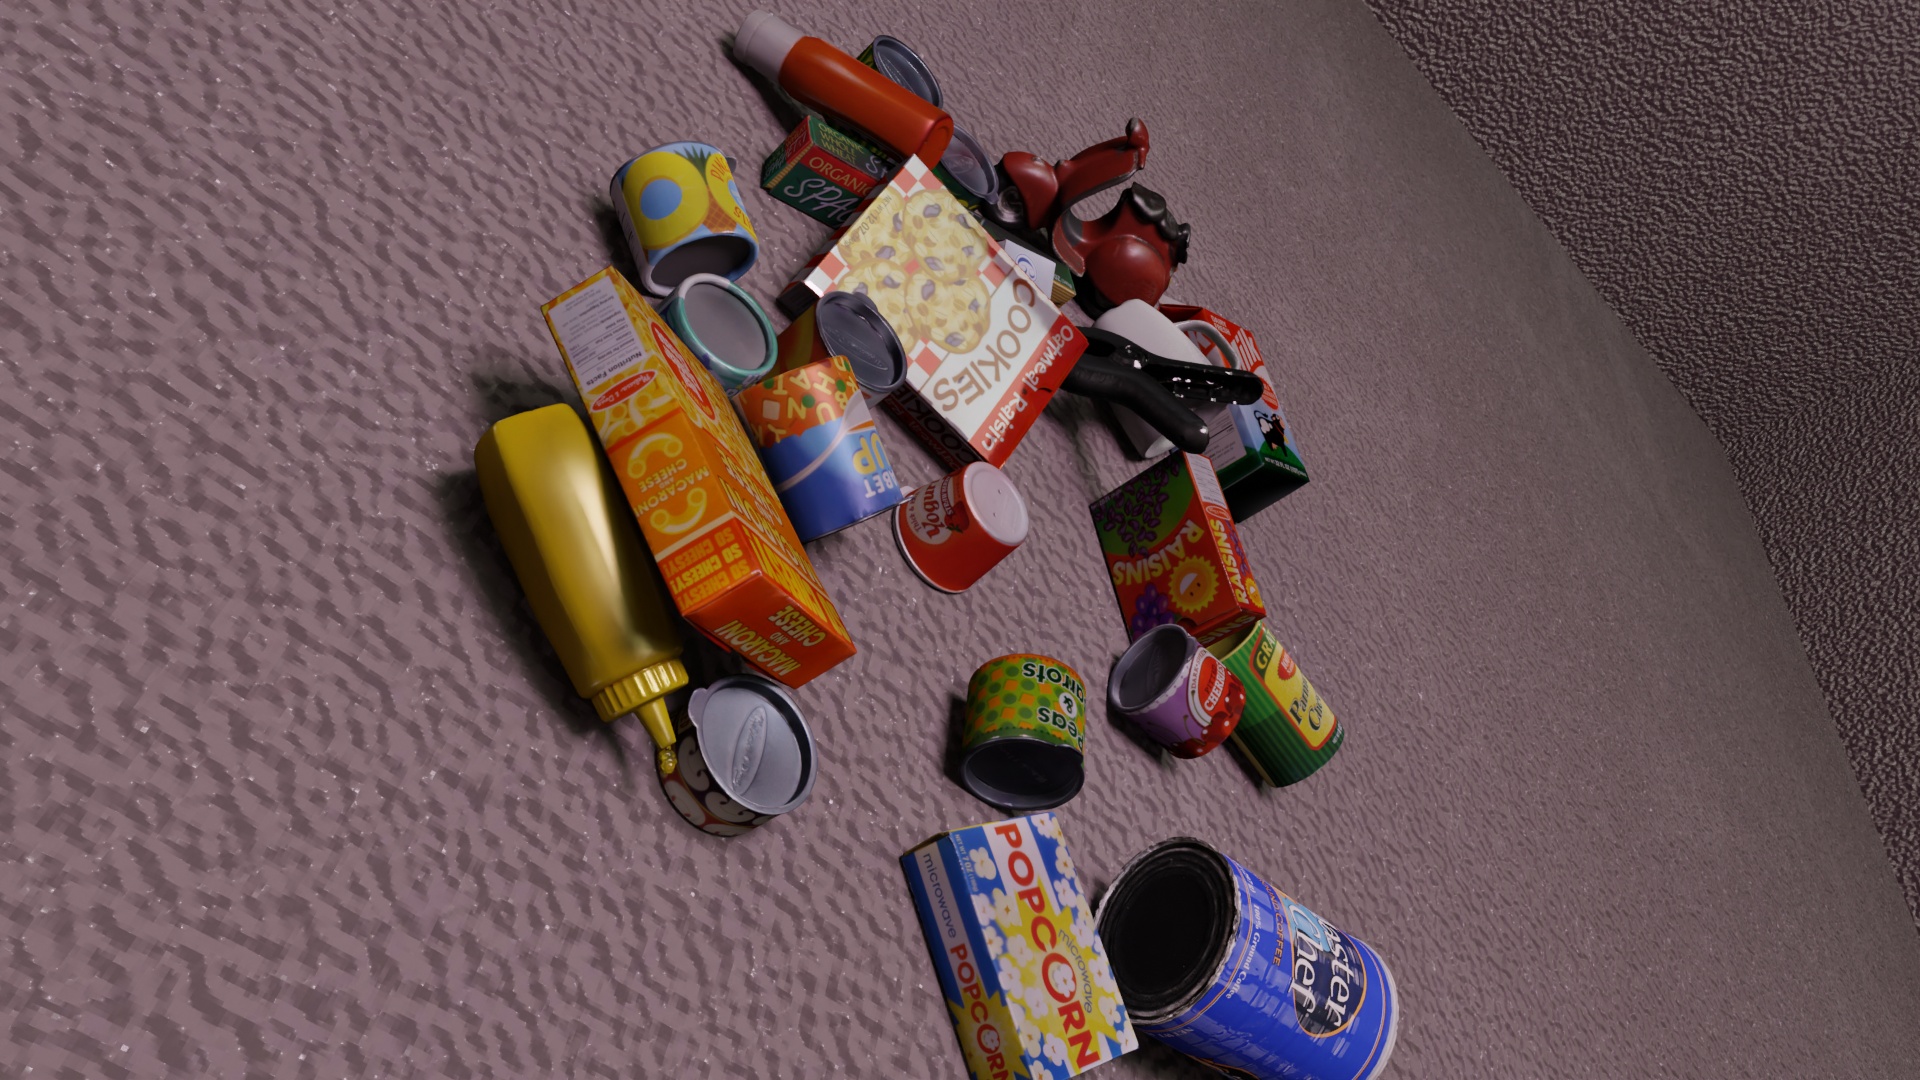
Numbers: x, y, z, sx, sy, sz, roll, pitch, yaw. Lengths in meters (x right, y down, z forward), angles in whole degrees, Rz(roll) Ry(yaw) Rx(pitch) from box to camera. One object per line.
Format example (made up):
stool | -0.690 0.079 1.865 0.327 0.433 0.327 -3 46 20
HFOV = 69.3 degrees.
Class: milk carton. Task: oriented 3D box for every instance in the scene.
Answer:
milk carton | 0.206 -0.118 1.128 0.072 0.073 0.191 13 53 -45

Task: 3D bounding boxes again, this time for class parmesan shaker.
parmesan shaker | 0.208 0.108 0.954 0.103 0.071 0.072 51 35 -8

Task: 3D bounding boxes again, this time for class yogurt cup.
yogurt cup | 0.003 -0.010 0.810 0.072 0.053 0.073 31 42 -33

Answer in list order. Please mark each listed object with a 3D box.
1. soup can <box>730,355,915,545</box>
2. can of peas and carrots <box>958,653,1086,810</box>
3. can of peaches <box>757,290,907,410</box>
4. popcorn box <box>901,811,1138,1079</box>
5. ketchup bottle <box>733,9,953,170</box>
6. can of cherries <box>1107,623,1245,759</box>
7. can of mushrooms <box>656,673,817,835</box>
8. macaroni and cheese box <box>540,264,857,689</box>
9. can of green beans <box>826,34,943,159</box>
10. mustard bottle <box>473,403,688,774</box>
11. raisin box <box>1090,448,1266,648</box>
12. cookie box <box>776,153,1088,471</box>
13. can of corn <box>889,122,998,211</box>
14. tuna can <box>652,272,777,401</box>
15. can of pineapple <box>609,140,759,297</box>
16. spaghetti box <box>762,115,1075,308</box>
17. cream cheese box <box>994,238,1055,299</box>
soup can | -0.071 -0.047 0.720 0.071 0.071 0.083 -27 97 -56
can of peas and carrots | 0.036 0.101 0.745 0.071 0.070 0.059 36 39 -27
can of peaches | -0.073 -0.100 0.786 0.071 0.058 0.071 31 42 -32
popcorn box | 0.029 0.202 0.684 0.085 0.038 0.127 4 60 -50
ketchup bottle | -0.078 -0.295 0.909 0.149 0.043 0.065 33 14 6
can of cherries | 0.138 0.095 0.875 0.058 0.071 0.072 41 37 -23
can of mushrooms | -0.101 0.094 0.617 0.071 0.033 0.071 31 43 -33
macaroni and cheese box | -0.115 -0.024 0.619 0.167 0.040 0.123 61 3 24
can of green beans | -0.056 -0.310 0.977 0.071 0.057 0.071 31 42 -33
mustard bottle | -0.153 0.024 0.585 0.049 0.065 0.160 -23 86 -30
raisin box | 0.145 0.012 0.938 0.040 0.086 0.124 15 52 -46
cookie box | -0.012 -0.136 0.865 0.167 0.040 0.123 44 62 -18
can of corn | -0.015 -0.250 0.978 0.071 0.058 0.071 31 41 -32
tuna can | -0.131 -0.105 0.741 0.071 0.032 0.071 31 42 -32
can of pineapple | -0.146 -0.172 0.745 0.071 0.070 0.058 -4 67 -52
spaghetti box | -0.022 -0.210 0.945 0.250 0.050 0.029 20 46 -41
cream cheese box | 0.033 -0.146 0.942 0.053 0.024 0.104 13 83 -44
